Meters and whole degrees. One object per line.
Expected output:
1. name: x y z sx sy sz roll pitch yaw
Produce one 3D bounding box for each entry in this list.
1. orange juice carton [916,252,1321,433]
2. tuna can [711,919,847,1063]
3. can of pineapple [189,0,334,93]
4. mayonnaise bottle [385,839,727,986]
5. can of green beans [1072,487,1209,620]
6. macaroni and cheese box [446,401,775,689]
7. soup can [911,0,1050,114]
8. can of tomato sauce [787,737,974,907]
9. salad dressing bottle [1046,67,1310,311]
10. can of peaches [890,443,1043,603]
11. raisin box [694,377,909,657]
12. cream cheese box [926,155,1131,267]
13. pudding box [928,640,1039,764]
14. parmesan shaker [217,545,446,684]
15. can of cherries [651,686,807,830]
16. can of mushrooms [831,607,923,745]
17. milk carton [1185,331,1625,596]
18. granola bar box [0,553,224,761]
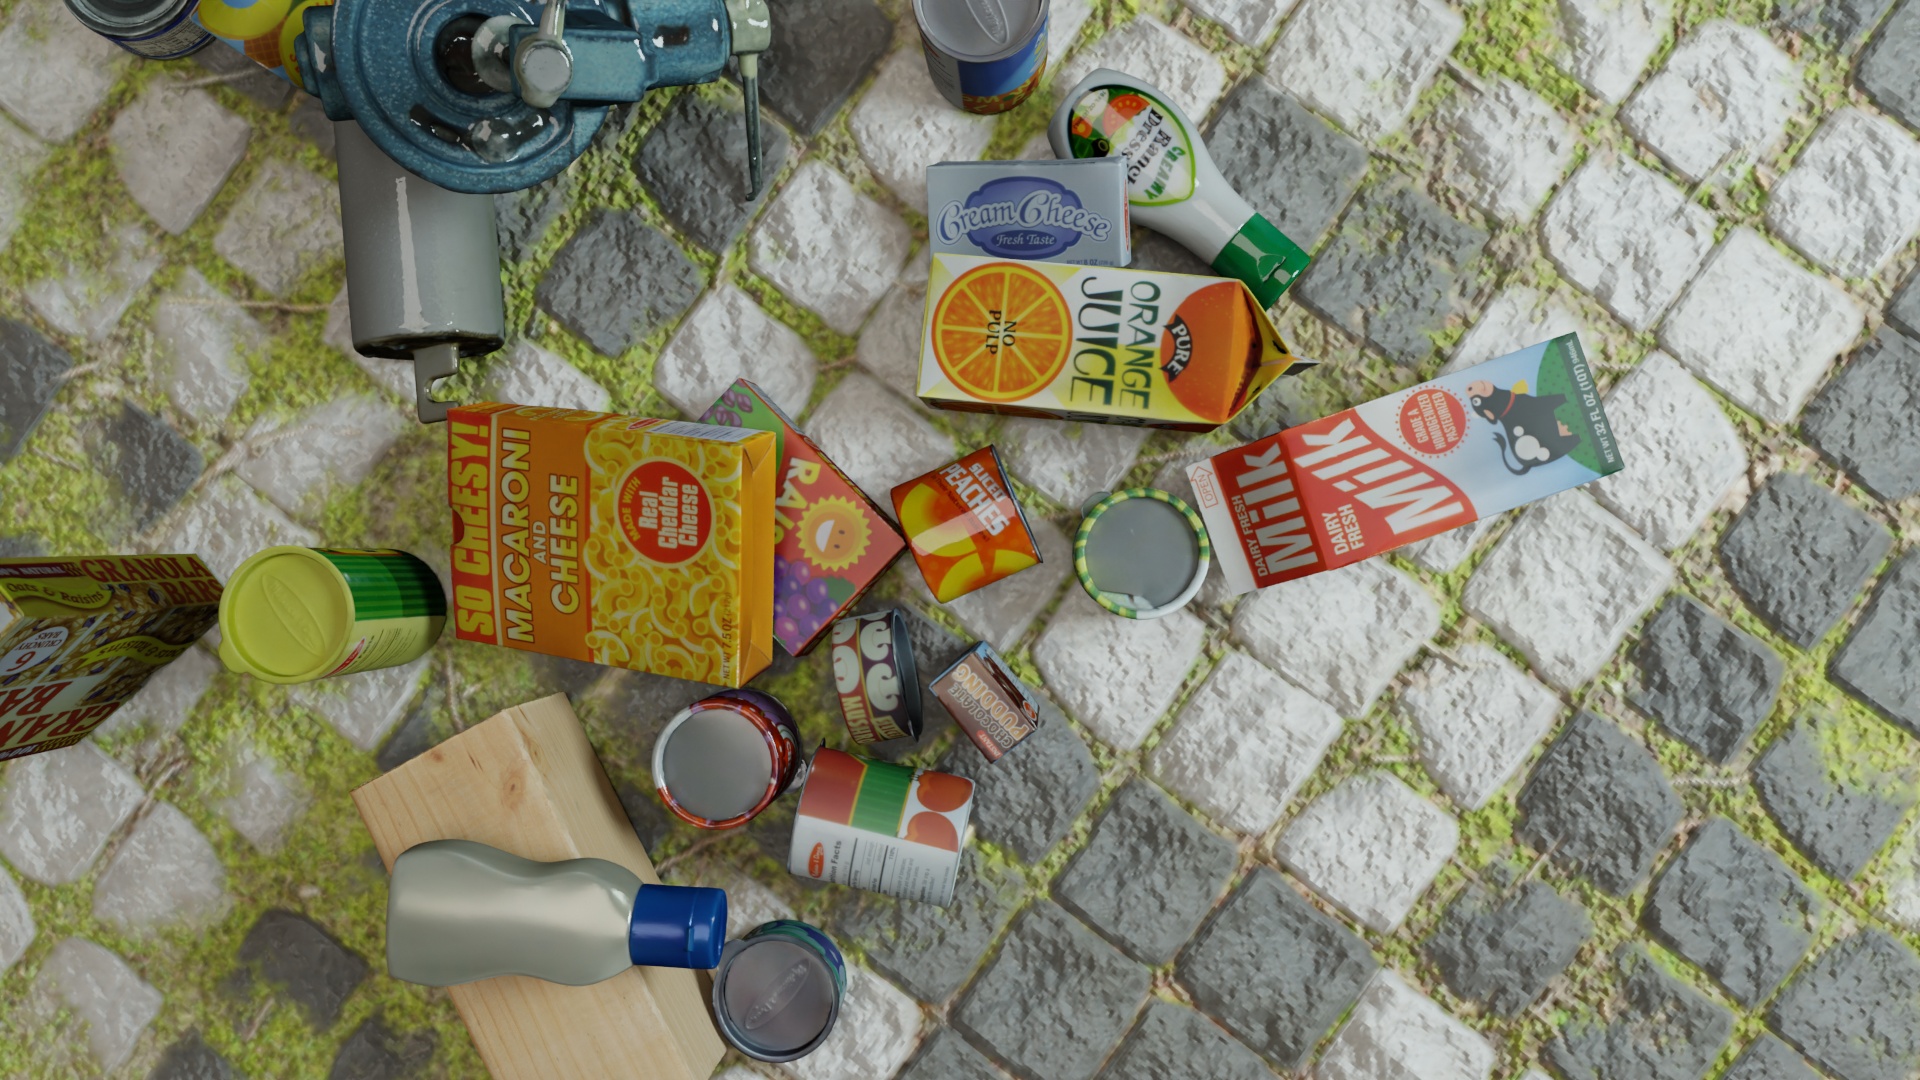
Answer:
1. orange juice carton: 0.079 -0.095 0.701 0.193 0.072 0.073 6 90 4
2. tuna can: -0.095 0.232 0.725 0.071 0.033 0.071 0 89 3
3. can of pineapple: -0.359 -0.278 0.734 0.071 0.071 0.058 33 92 3
4. mayonnaise bottle: -0.184 0.174 0.637 0.148 0.041 0.064 3 90 1
5. can of green beans: 0.090 0.007 0.705 0.071 0.058 0.071 0 89 4
6. macaroni and cheese box: -0.177 -0.001 0.698 0.166 0.040 0.123 7 105 17
7. soup can: 0.015 -0.261 0.702 0.071 0.084 0.071 0 90 3
8. can of tomato sauce: -0.039 0.144 0.708 0.083 0.071 0.071 12 90 3
9. salad dressing bottle: 0.113 -0.179 0.714 0.148 0.044 0.064 41 100 3
10. can of peaches: 0.003 -0.009 0.705 0.058 0.071 0.071 -23 88 4
11. raisin box: -0.098 -0.011 0.727 0.123 0.040 0.086 44 92 4
12. cream cheese box: 0.034 -0.167 0.708 0.104 0.024 0.053 4 110 19
13. pudding box: 0.013 0.079 0.695 0.030 0.084 0.049 -39 88 3
14. parmesan shaker: -0.318 0.037 0.707 0.071 0.103 0.071 0 89 3
15. can of cherries: -0.117 0.112 0.716 0.071 0.058 0.071 0 89 4
16. can of mushrooms: -0.042 0.072 0.707 0.033 0.071 0.071 -11 89 4
17. milk carton: 0.212 -0.035 0.687 0.191 0.073 0.072 -20 89 0
18. granola bar box: -0.458 0.061 0.684 0.124 0.165 0.039 -41 88 2
